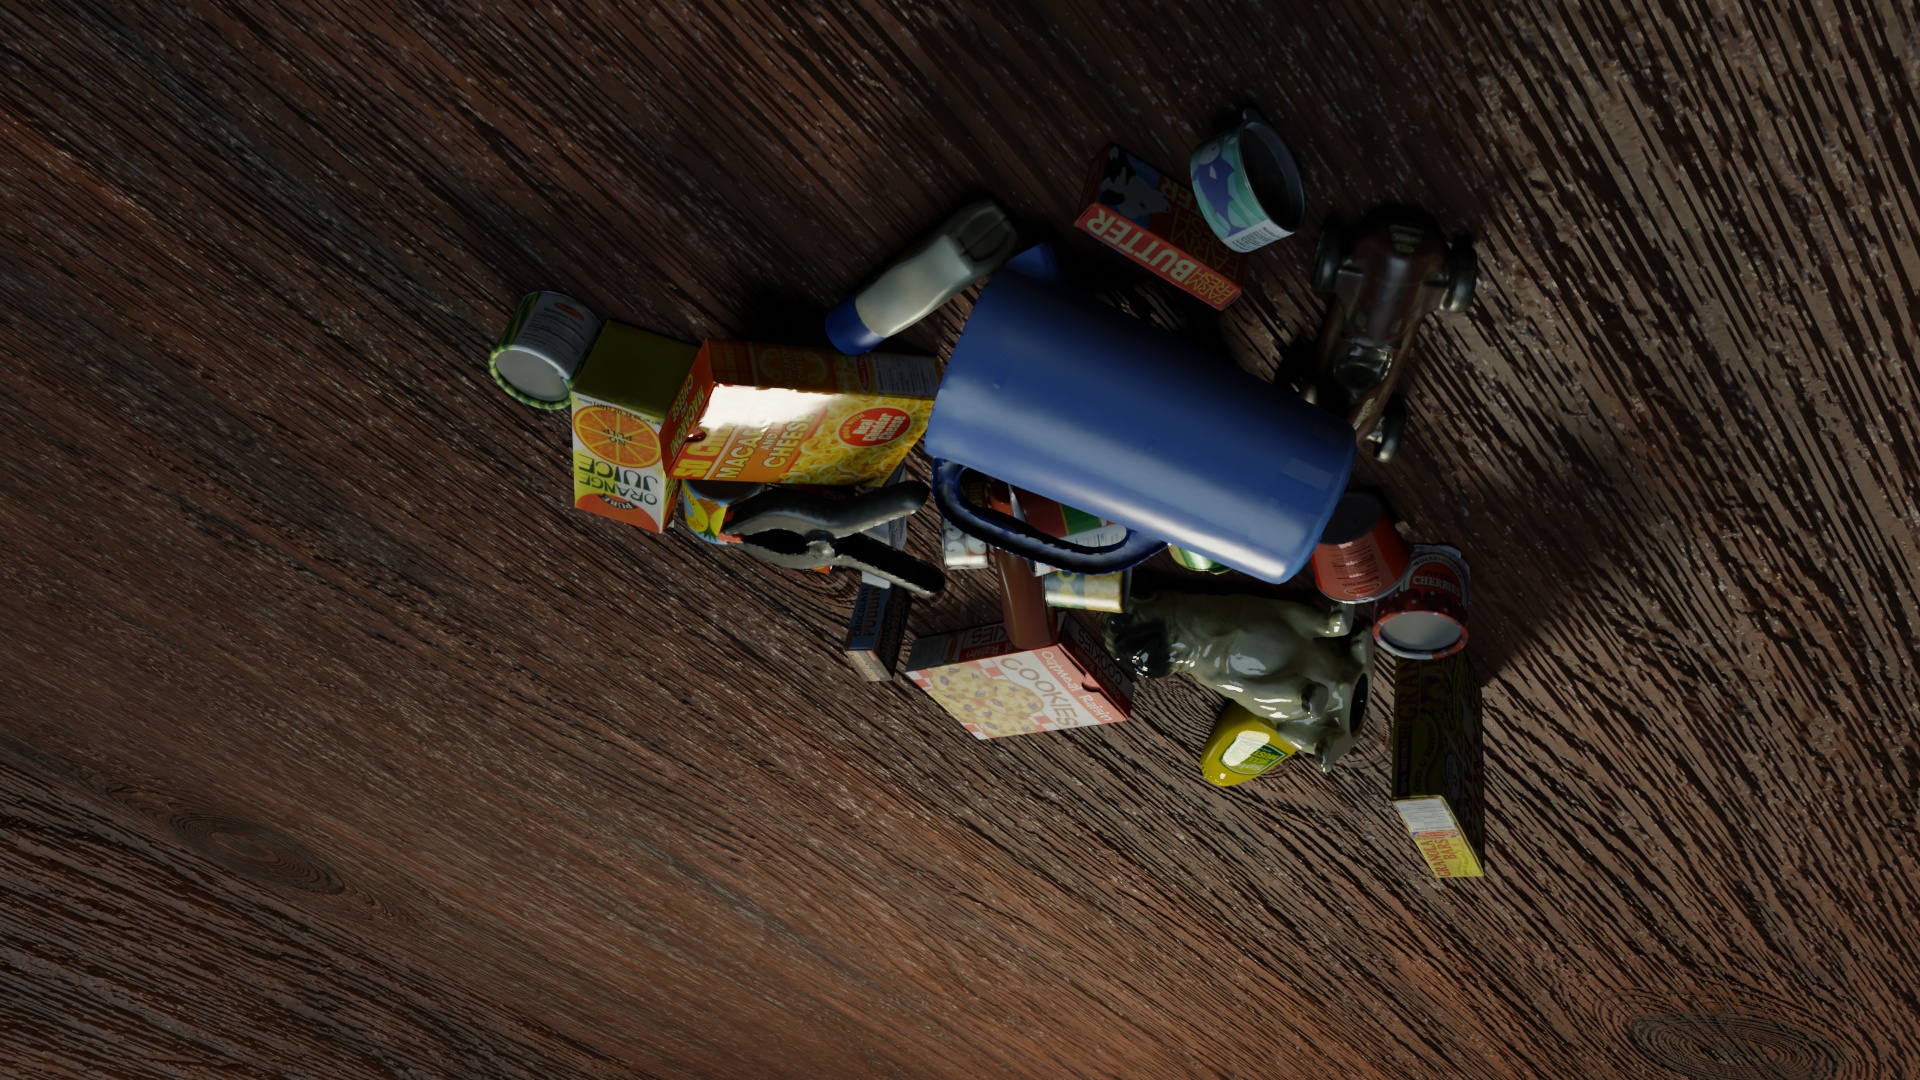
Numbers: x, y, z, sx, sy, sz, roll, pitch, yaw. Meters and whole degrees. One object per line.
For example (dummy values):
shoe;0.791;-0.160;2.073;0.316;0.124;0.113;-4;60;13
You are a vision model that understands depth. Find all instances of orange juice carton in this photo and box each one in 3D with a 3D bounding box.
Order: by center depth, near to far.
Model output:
orange juice carton;-0.249;-0.072;1.062;0.072;0.073;0.191;17;145;-3

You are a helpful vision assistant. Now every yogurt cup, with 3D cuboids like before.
yogurt cup;0.274;0.002;0.970;0.072;0.073;0.053;-8;130;30

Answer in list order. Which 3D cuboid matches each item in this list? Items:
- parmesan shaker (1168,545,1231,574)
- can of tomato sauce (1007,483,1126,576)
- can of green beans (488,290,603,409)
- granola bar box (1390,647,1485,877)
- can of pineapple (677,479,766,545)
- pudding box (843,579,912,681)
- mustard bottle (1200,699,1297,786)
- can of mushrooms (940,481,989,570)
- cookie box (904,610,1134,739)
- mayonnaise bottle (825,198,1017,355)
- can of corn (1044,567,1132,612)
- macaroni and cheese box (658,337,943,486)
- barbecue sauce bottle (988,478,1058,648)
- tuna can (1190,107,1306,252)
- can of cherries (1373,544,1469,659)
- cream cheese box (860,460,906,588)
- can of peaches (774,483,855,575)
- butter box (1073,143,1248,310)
parmesan shaker;0.160;-0.034;0.956;0.071;0.072;0.102;-5;139;27
can of tomato sauce;0.083;-0.019;0.990;0.083;0.071;0.070;-15;142;-4
can of green beans;-0.299;-0.137;1.006;0.071;0.058;0.071;11;145;8
granola bar box;0.363;0.152;1.050;0.039;0.166;0.124;-10;137;30
can of pineapple;-0.186;-0.038;1.088;0.071;0.071;0.057;14;144;3
pudding box;-0.070;0.072;1.181;0.030;0.084;0.049;-4;139;22
mustard bottle;0.252;0.184;1.238;0.065;0.049;0.159;20;145;-3
can of mushrooms;0.004;-0.013;1.048;0.033;0.071;0.070;-2;143;5
cookie box;0.053;0.125;1.242;0.167;0.040;0.122;-13;136;35
mayonnaise bottle;-0.031;-0.159;0.870;0.147;0.065;0.041;-24;108;47
can of corn;0.098;0.019;1.057;0.058;0.071;0.070;5;143;14
macaroni and cheese box;-0.110;-0.084;0.959;0.167;0.040;0.123;1;152;-28
barbecue sauce bottle;0.048;0.014;1.078;0.044;0.065;0.147;-7;133;4
tuna can;0.154;-0.193;0.748;0.032;0.071;0.071;-19;132;40
can of cherries;0.335;0.044;1.006;0.071;0.059;0.071;11;145;8
cream cheese box;-0.060;-0.013;1.086;0.024;0.053;0.103;13;145;7
can of peaches;-0.120;-0.014;1.099;0.058;0.071;0.071;17;145;-1
butter box;0.117;-0.178;0.791;0.103;0.053;0.024;27;145;-15
